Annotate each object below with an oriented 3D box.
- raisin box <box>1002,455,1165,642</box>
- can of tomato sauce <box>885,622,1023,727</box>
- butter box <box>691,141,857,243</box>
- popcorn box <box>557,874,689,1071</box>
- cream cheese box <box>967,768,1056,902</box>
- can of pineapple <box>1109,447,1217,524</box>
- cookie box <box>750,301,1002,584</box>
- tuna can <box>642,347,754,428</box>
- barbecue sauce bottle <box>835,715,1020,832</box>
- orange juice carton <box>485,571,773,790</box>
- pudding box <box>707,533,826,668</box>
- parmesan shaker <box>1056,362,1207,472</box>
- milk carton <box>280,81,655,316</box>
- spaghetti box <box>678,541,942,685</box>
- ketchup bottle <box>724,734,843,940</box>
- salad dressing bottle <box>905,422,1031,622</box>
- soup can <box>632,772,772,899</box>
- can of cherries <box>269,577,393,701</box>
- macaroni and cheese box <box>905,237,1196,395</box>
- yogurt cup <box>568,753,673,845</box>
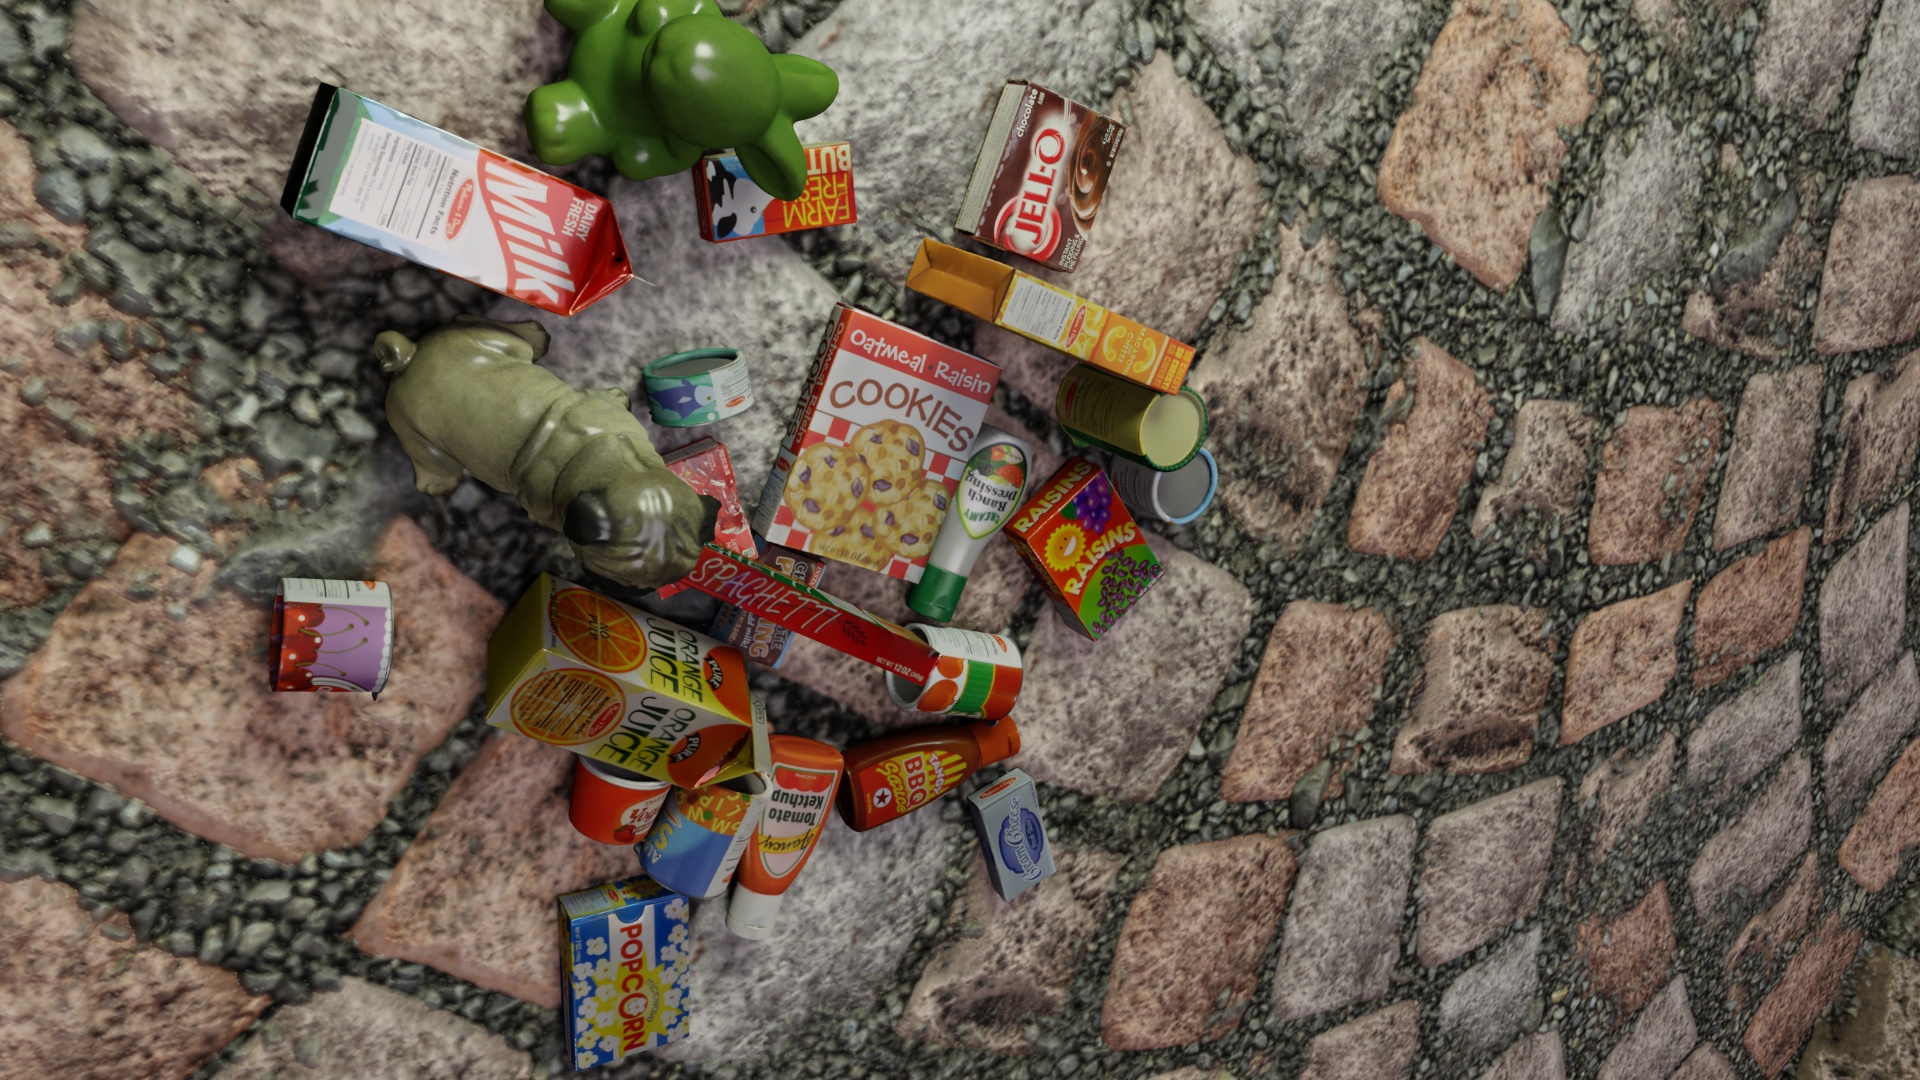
[{"bbox_3d":[0.099,0.007,1.097,0.086,0.040,0.123,-43,125,-11],"label":"raisin box"},{"bbox_3d":[-0.006,0.101,1.048,0.083,0.071,0.071,12,101,-34],"label":"can of tomato sauce"},{"bbox_3d":[-0.117,-0.224,0.888,0.104,0.024,0.053,-15,114,-27],"label":"butter box"},{"bbox_3d":[-0.240,0.306,0.992,0.085,0.038,0.126,-7,111,-29],"label":"popcorn box"},{"bbox_3d":[0.044,0.246,1.156,0.053,0.024,0.103,-26,119,-22],"label":"cream cheese box"},{"bbox_3d":[0.163,-0.052,1.104,0.071,0.058,0.070,-11,112,-29],"label":"can of pineapple"},{"bbox_3d":[-0.058,-0.066,0.967,0.123,0.040,0.167,18,97,-29],"label":"cookie box"},{"bbox_3d":[-0.168,-0.097,0.878,0.071,0.071,0.032,-19,116,-25],"label":"tuna can"},{"bbox_3d":[-0.025,0.172,1.076,0.149,0.044,0.064,-16,115,-27],"label":"barbecue sauce bottle"},{"bbox_3d":[-0.203,0.100,0.903,0.192,0.072,0.072,27,118,-34],"label":"orange juice carton"},{"bbox_3d":[-0.135,0.043,0.969,0.049,0.030,0.083,24,94,-36],"label":"pudding box"},{"bbox_3d":[0.128,-0.092,1.040,0.071,0.103,0.071,-12,113,-29],"label":"parmesan shaker"},{"bbox_3d":[-0.268,-0.182,0.780,0.190,0.072,0.073,18,97,-34],"label":"milk carton"},{"bbox_3d":[-0.121,0.038,0.925,0.250,0.050,0.028,27,91,-35],"label":"spaghetti box"},{"bbox_3d":[-0.136,0.219,1.023,0.065,0.043,0.148,14,100,-26],"label":"ketchup bottle"},{"bbox_3d":[0.004,-0.013,1.027,0.064,0.044,0.147,20,96,-27],"label":"salad dressing bottle"},{"bbox_3d":[-0.180,0.195,0.969,0.071,0.071,0.083,19,102,-35],"label":"soup can"},{"bbox_3d":[-0.366,0.058,0.806,0.058,0.071,0.071,4,105,-33],"label":"can of cherries"},{"bbox_3d":[0.062,-0.154,0.964,0.166,0.124,0.040,16,101,-35],"label":"macaroni and cheese box"},{"bbox_3d":[-0.230,0.168,0.934,0.072,0.072,0.053,9,110,-34],"label":"yogurt cup"}]
